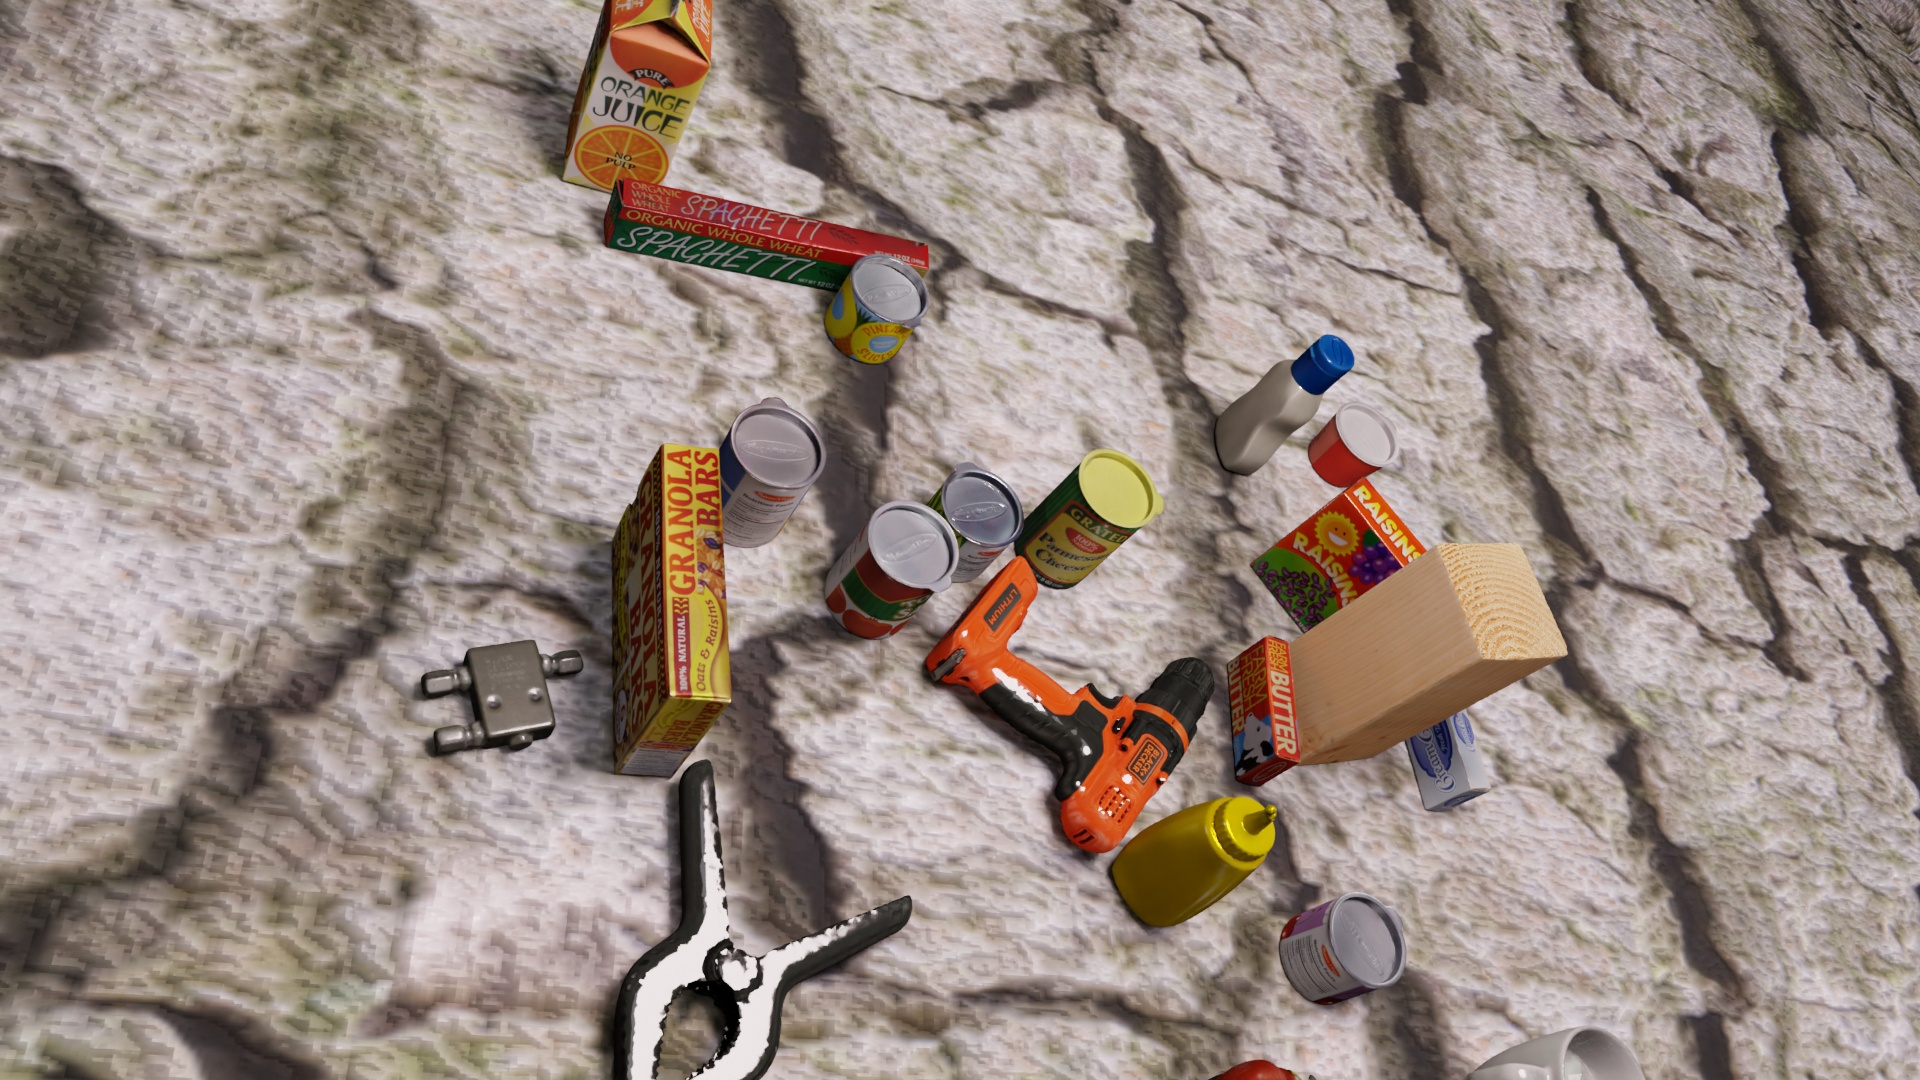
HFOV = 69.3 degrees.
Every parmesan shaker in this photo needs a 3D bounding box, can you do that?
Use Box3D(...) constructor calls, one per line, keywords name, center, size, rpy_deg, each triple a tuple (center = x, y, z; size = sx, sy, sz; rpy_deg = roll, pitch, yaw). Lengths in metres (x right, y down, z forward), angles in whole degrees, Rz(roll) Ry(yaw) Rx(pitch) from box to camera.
Box3D(name="parmesan shaker", center=(0.094, -0.013, 1.038), size=(0.071, 0.102, 0.071), rpy_deg=(14, 55, -22))

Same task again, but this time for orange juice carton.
Box3D(name="orange juice carton", center=(-0.229, -0.339, 1.003), size=(0.073, 0.191, 0.072), rpy_deg=(11, 57, -24))

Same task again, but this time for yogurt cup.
Box3D(name="yogurt cup", center=(0.354, -0.084, 1.262), size=(0.072, 0.053, 0.073), rpy_deg=(14, 55, -21))

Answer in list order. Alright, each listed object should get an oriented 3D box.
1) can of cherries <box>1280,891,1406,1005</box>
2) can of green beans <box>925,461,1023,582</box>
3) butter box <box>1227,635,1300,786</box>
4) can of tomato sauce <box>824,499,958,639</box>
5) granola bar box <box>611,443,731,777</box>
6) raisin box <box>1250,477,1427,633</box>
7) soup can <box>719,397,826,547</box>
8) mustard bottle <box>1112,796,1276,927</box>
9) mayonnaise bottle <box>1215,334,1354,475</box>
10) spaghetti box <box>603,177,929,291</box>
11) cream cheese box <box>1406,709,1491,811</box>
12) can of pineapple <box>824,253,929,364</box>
Box3D(name="can of cherries", center=(0.270, 0.287, 0.977), size=(0.071, 0.058, 0.072), rpy_deg=(14, 55, -21))
Box3D(name="can of green beans", center=(0.004, -0.011, 1.015), size=(0.071, 0.057, 0.071), rpy_deg=(14, 55, -21))
Box3D(name="butter box", center=(0.230, 0.129, 1.058), size=(0.024, 0.053, 0.104), rpy_deg=(17, 54, -20))
Box3D(name="can of tomato sauce", center=(-0.047, 0.023, 0.949), size=(0.071, 0.082, 0.071), rpy_deg=(14, 55, -21))
Box3D(name="granola bar box", center=(-0.177, 0.043, 0.835), size=(0.039, 0.123, 0.166), rpy_deg=(7, 58, -26))
Box3D(name="raisin box", center=(0.307, 0.017, 1.126), size=(0.040, 0.122, 0.086), rpy_deg=(-29, 78, -39))
Box3D(name="soup can", center=(-0.136, -0.045, 0.940), size=(0.071, 0.083, 0.071), rpy_deg=(14, 55, -21))
Box3D(name="mustard bottle", center=(0.161, 0.202, 0.902), size=(0.049, 0.159, 0.065), rpy_deg=(-25, 76, -38))
Box3D(name="mayonnaise bottle", center=(0.273, -0.117, 1.175), size=(0.041, 0.147, 0.065), rpy_deg=(14, 55, -22))
Box3D(name="spaghetti box", center=(-0.146, -0.228, 1.073), size=(0.250, 0.050, 0.029), rpy_deg=(7, 58, -26))
Box3D(name="cream cheese box", center=(0.389, 0.162, 1.126), size=(0.024, 0.053, 0.104), rpy_deg=(8, 58, -26))
Box3D(name="can of pineapple", center=(-0.065, -0.178, 1.082), size=(0.071, 0.057, 0.071), rpy_deg=(14, 55, -21))
